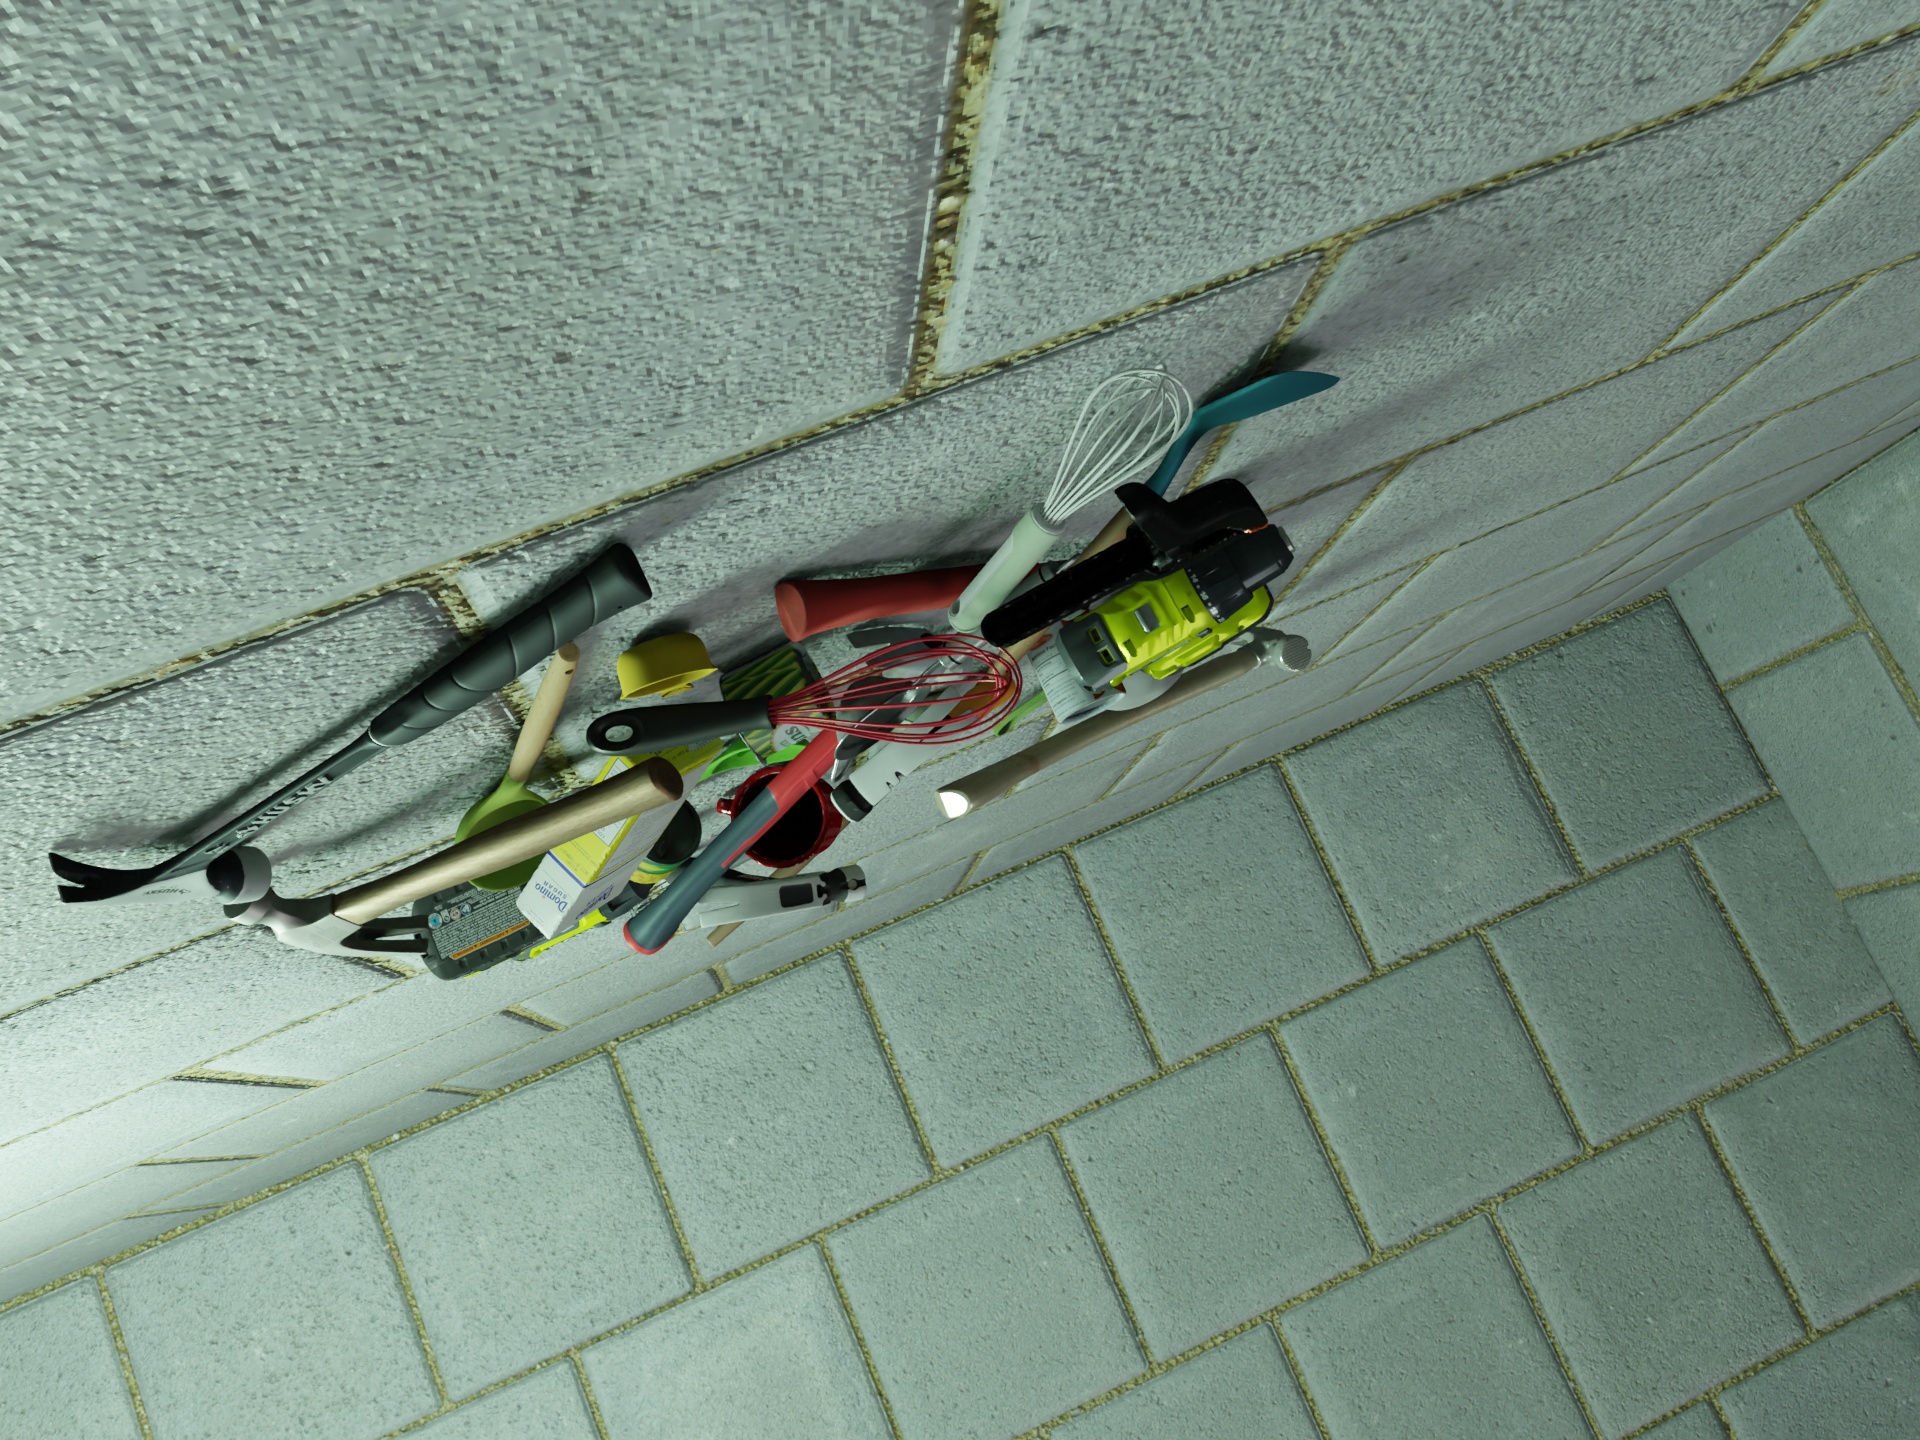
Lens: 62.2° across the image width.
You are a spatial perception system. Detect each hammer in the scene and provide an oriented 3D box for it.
[{"bbox_3d":[0.019,-0.099,1.098,0.359,0.037,0.149,-13,164,-48],"label":"hammer"},{"bbox_3d":[-0.156,0.064,1.269,0.386,0.038,0.143,-44,160,23],"label":"hammer"},{"bbox_3d":[-0.223,0.156,1.521,0.146,0.035,0.335,-8,-178,-27],"label":"hammer"},{"bbox_3d":[-0.002,-0.004,1.304,0.127,0.034,0.337,-40,179,19],"label":"hammer"},{"bbox_3d":[-0.331,0.012,0.883,0.409,0.036,0.149,-29,167,22],"label":"hammer"},{"bbox_3d":[-0.326,0.094,1.069,0.331,0.031,0.129,-21,147,21],"label":"hammer"},{"bbox_3d":[0.157,-0.002,1.646,0.410,0.038,0.146,-25,-165,-15],"label":"hammer"}]

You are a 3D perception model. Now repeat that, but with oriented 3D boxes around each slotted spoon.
[{"bbox_3d":[-0.271,0.067,1.291,0.313,0.031,0.070,-21,169,-6],"label":"slotted spoon"}]

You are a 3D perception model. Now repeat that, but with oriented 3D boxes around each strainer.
[{"bbox_3d":[-0.013,-0.043,1.100,0.258,0.050,0.087,-37,172,29],"label":"strainer"},{"bbox_3d":[0.132,-0.026,1.591,0.256,0.069,0.151,-34,165,37],"label":"strainer"}]

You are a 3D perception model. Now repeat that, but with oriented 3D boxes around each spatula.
[{"bbox_3d":[0.117,-0.126,1.058,0.082,0.044,0.317,-11,148,-53],"label":"spatula"},{"bbox_3d":[-0.133,0.114,1.589,0.316,0.018,0.059,-43,175,-4],"label":"spatula"}]

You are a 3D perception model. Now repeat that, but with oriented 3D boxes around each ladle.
[{"bbox_3d":[-0.280,0.034,1.045,0.078,0.062,0.320,-23,168,-32],"label":"ladle"}]

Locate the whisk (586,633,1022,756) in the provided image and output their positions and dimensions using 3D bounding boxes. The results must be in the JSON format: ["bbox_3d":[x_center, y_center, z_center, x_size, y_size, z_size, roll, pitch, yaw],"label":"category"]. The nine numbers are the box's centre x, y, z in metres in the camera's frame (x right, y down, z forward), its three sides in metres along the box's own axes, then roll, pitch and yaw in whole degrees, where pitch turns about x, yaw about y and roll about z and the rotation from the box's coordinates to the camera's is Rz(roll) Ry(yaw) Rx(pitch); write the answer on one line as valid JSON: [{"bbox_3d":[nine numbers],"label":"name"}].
[{"bbox_3d":[-0.105,-0.008,1.045,0.296,0.073,0.073,-8,171,8],"label":"whisk"}]

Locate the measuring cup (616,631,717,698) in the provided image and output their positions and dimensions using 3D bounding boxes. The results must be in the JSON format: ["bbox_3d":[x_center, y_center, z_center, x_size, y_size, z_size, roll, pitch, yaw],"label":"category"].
[{"bbox_3d":[-0.188,-0.033,1.023,0.062,0.029,0.156,-18,180,-7],"label":"measuring cup"}]

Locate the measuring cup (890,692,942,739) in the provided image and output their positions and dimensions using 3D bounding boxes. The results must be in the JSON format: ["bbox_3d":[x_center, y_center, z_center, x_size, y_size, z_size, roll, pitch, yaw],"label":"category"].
[{"bbox_3d":[-0.043,-0.003,1.423,0.083,0.038,0.167,-27,167,12],"label":"measuring cup"}]

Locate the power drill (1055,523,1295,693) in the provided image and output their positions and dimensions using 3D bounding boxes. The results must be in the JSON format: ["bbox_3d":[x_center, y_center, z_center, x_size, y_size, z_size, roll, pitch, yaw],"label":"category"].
[{"bbox_3d":[0.188,-0.094,1.289,0.190,0.080,0.228,-31,175,15],"label":"power drill"}]

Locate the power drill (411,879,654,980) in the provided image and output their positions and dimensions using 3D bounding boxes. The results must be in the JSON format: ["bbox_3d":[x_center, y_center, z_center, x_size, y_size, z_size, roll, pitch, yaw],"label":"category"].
[{"bbox_3d":[-0.372,0.165,1.423,0.171,0.080,0.223,-25,173,8],"label":"power drill"}]

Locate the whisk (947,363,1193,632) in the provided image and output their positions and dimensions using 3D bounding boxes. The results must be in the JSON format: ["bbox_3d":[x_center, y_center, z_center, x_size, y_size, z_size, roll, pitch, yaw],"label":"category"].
[{"bbox_3d":[0.057,-0.127,0.959,0.059,0.058,0.246,21,139,-20],"label":"whisk"}]

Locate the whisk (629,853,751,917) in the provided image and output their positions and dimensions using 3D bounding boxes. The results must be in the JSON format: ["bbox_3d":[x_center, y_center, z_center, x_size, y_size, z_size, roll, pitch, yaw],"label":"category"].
[{"bbox_3d":[-0.249,0.153,1.697,0.239,0.055,0.055,-29,168,7],"label":"whisk"}]
